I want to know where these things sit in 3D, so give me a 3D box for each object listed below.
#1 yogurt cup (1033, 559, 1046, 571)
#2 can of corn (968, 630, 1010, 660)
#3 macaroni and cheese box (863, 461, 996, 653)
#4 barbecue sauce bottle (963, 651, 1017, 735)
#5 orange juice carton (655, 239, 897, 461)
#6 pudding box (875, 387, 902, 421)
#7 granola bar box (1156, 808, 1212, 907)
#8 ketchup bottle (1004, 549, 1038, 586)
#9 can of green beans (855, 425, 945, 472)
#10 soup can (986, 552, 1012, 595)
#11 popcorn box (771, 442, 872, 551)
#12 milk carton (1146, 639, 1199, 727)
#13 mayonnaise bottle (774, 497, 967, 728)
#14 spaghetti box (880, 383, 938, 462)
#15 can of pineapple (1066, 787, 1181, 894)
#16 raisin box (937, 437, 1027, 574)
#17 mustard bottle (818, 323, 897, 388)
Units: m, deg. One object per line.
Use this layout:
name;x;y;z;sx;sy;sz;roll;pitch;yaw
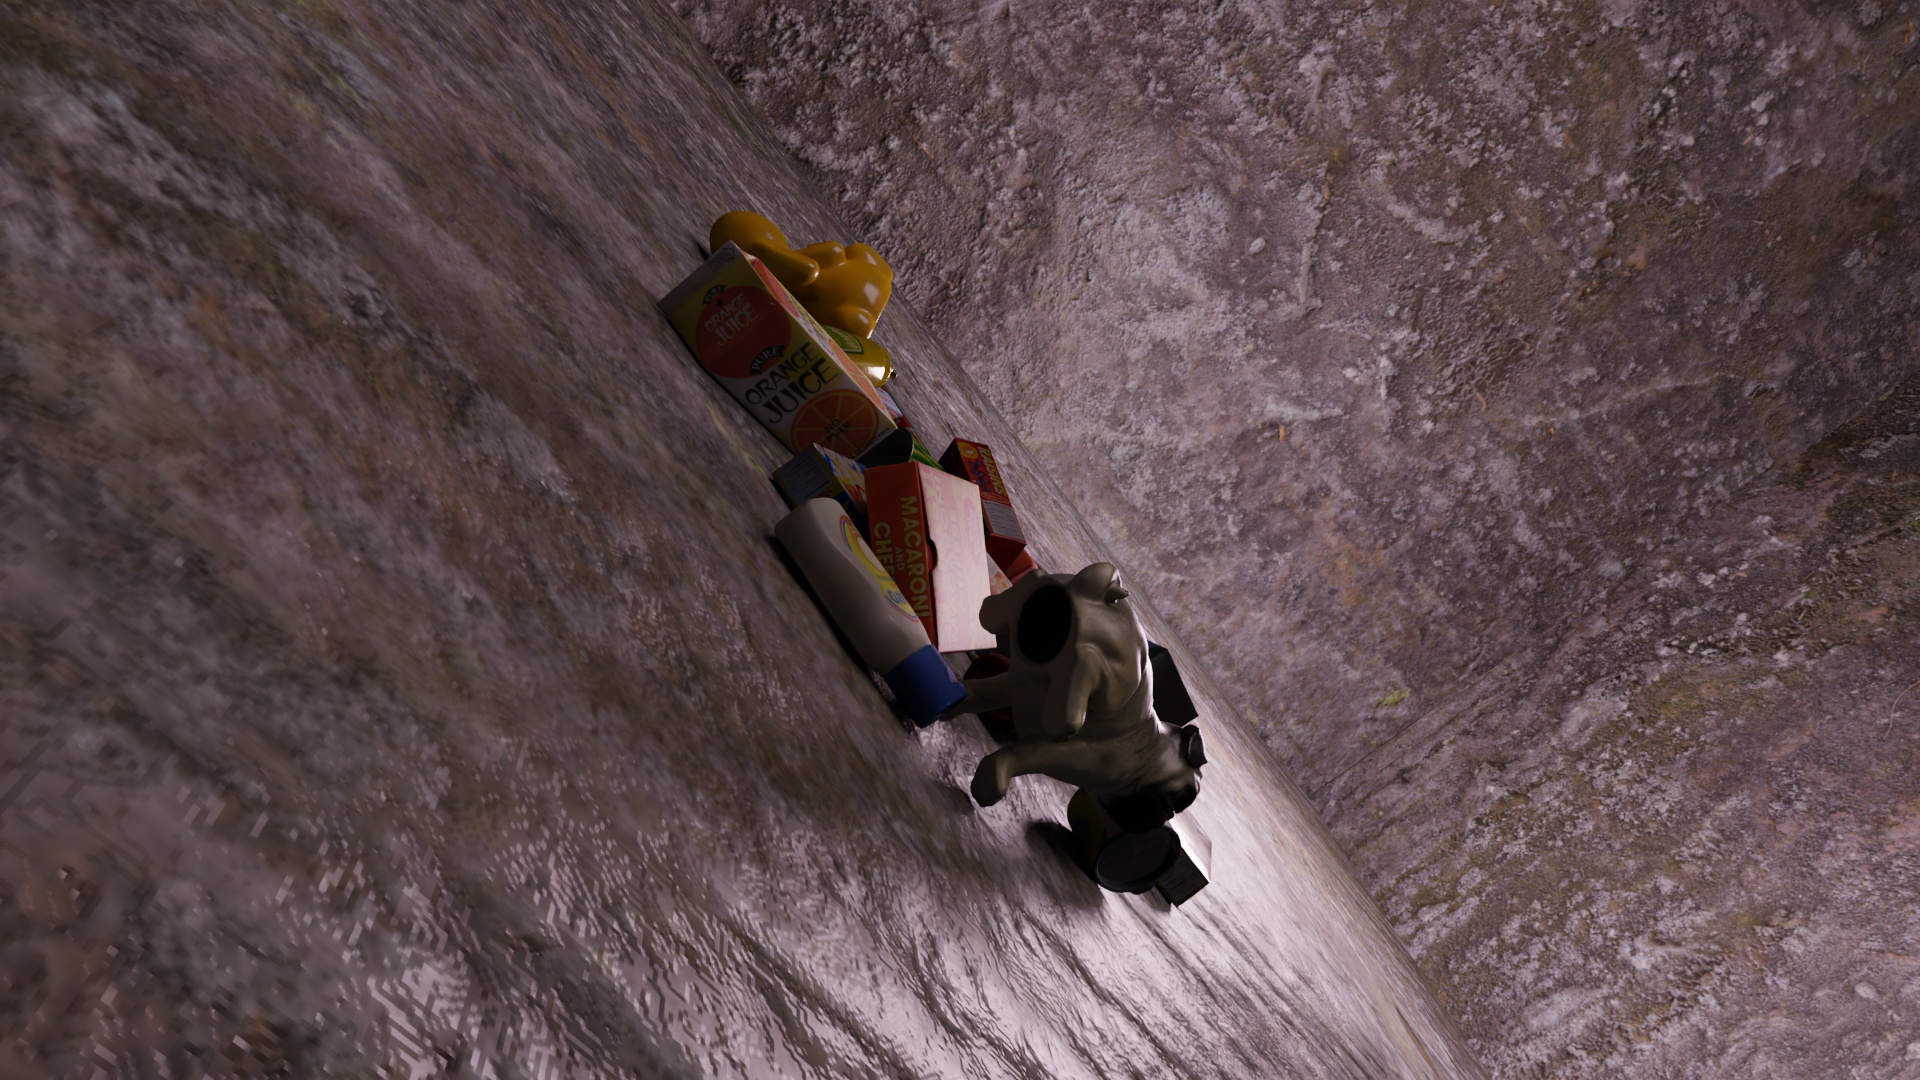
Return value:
yogurt cup;0.054;0.050;1.327;0.072;0.072;0.054;54;0;12
can of corn;0.045;0.078;1.122;0.071;0.071;0.058;58;10;33
macaroni and cheese box;-0.017;0.016;0.945;0.166;0.040;0.123;14;69;-76
barbecue sauce bottle;0.051;0.124;1.058;0.065;0.043;0.148;48;5;22
orange juice carton;-0.135;-0.135;1.022;0.192;0.072;0.073;46;10;-42
pudding box;-0.093;-0.121;1.279;0.030;0.049;0.083;57;10;19
granola bar box;0.169;0.243;1.224;0.124;0.039;0.165;54;8;7
ketchup bottle;0.005;-0.005;1.301;0.149;0.065;0.043;49;-4;27
can of green beans;-0.052;-0.053;1.155;0.057;0.071;0.071;46;10;-44
soup can;-0.008;0.022;1.068;0.083;0.071;0.071;52;8;-8
popcorn box;-0.074;-0.016;0.972;0.085;0.038;0.126;55;8;12
milk carton;0.130;0.125;1.259;0.072;0.073;0.190;63;-12;-15
mayonnaise bottle;-0.052;0.043;0.834;0.148;0.041;0.065;53;9;10
spaghetti box;-0.096;-0.145;1.359;0.251;0.050;0.028;57;7;31
can of pineapple;0.115;0.207;0.987;0.071;0.071;0.058;47;10;-36
raisin box;0.004;-0.015;1.165;0.040;0.085;0.124;14;37;-30
mustard bottle;-0.105;-0.154;1.186;0.065;0.048;0.160;47;26;27
